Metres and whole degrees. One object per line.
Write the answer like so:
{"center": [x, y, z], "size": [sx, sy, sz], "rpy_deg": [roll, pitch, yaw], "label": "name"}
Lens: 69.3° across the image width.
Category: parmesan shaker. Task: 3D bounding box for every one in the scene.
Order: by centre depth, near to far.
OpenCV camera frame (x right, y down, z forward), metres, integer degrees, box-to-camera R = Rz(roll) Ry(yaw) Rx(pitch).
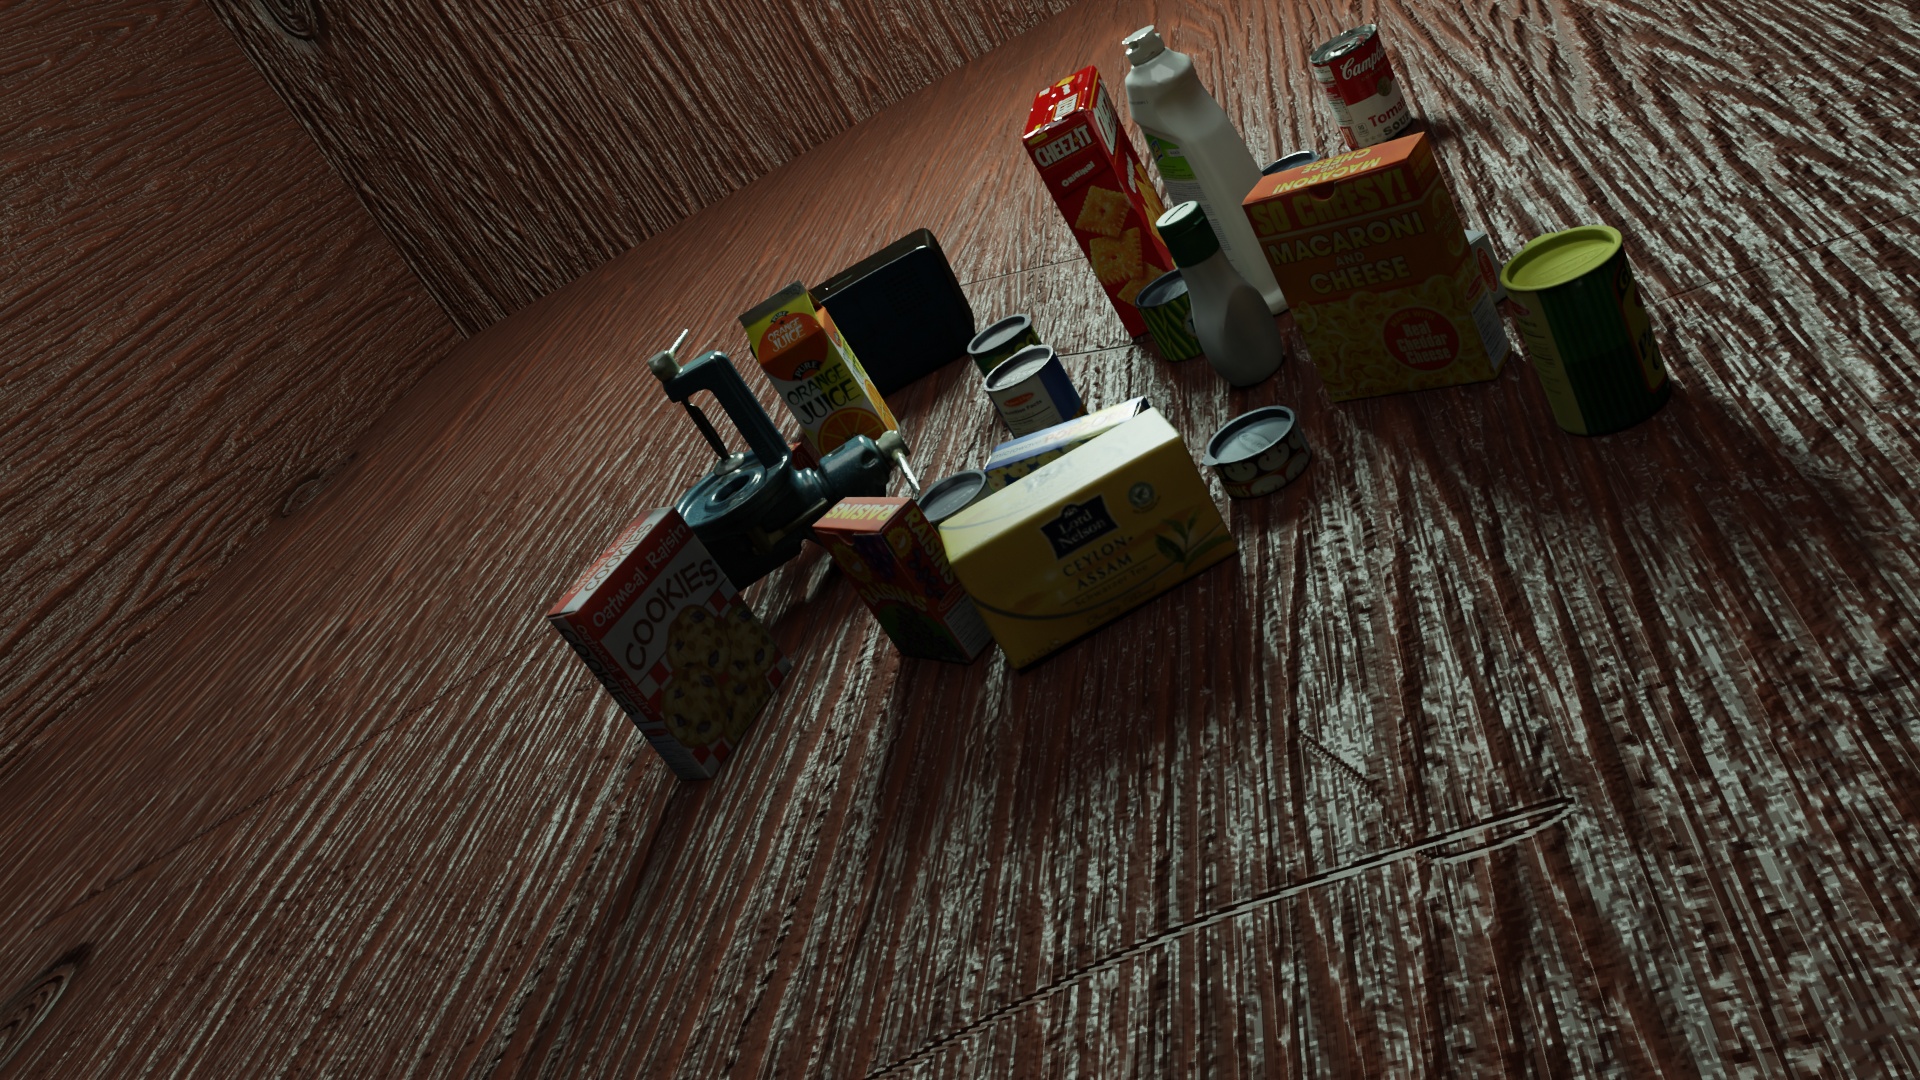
{"center": [0.363, -0.122, 0.807], "size": [0.071, 0.102, 0.071], "rpy_deg": [-26, 25, 13], "label": "parmesan shaker"}

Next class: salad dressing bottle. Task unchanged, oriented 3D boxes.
{"center": [0.199, -0.190, 1.074], "size": [0.064, 0.147, 0.044], "rpy_deg": [-44, 26, -24], "label": "salad dressing bottle"}

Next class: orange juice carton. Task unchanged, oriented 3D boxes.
{"center": [-0.135, -0.156, 1.351], "size": [0.072, 0.192, 0.073], "rpy_deg": [-29, 24, 8], "label": "orange juice carton"}

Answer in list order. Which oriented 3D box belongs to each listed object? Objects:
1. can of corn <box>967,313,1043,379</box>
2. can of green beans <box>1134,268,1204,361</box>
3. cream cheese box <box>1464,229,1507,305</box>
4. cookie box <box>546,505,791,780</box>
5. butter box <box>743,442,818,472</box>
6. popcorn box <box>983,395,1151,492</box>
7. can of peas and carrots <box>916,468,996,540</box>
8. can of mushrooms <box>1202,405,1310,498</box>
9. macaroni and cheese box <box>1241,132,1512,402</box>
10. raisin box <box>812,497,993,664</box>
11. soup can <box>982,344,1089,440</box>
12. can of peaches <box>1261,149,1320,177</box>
{"center": [0.051, -0.175, 1.329], "size": [0.071, 0.058, 0.071], "rpy_deg": [-26, 25, 13], "label": "can of corn"}
{"center": [0.193, -0.196, 1.202], "size": [0.071, 0.057, 0.071], "rpy_deg": [-26, 25, 13], "label": "can of green beans"}
{"center": [0.357, -0.205, 1.029], "size": [0.024, 0.053, 0.104], "rpy_deg": [-35, 24, -5], "label": "cream cheese box"}
{"center": [-0.214, 0.076, 1.040], "size": [0.040, 0.167, 0.123], "rpy_deg": [-12, 31, 39], "label": "cookie box"}
{"center": [-0.185, -0.069, 1.417], "size": [0.103, 0.053, 0.024], "rpy_deg": [-2, 38, 48], "label": "butter box"}
{"center": [0.092, -0.044, 1.003], "size": [0.126, 0.085, 0.038], "rpy_deg": [-17, 28, 30], "label": "popcorn box"}
{"center": [0.004, -0.014, 1.082], "size": [0.071, 0.058, 0.071], "rpy_deg": [-26, 25, 13], "label": "can of peas and carrots"}
{"center": [0.204, -0.060, 0.963], "size": [0.071, 0.033, 0.071], "rpy_deg": [-26, 25, 13], "label": "can of mushrooms"}
{"center": [0.279, -0.177, 0.931], "size": [0.123, 0.166, 0.040], "rpy_deg": [-5, 36, 46], "label": "macaroni and cheese box"}
{"center": [-0.039, 0.028, 0.977], "size": [0.040, 0.123, 0.086], "rpy_deg": [-46, 27, -27], "label": "raisin box"}
{"center": [0.068, -0.112, 1.161], "size": [0.071, 0.083, 0.072], "rpy_deg": [-26, 25, 13], "label": "soup can"}
{"center": [0.313, -0.321, 1.293], "size": [0.071, 0.058, 0.071], "rpy_deg": [-26, 25, 13], "label": "can of peaches"}
